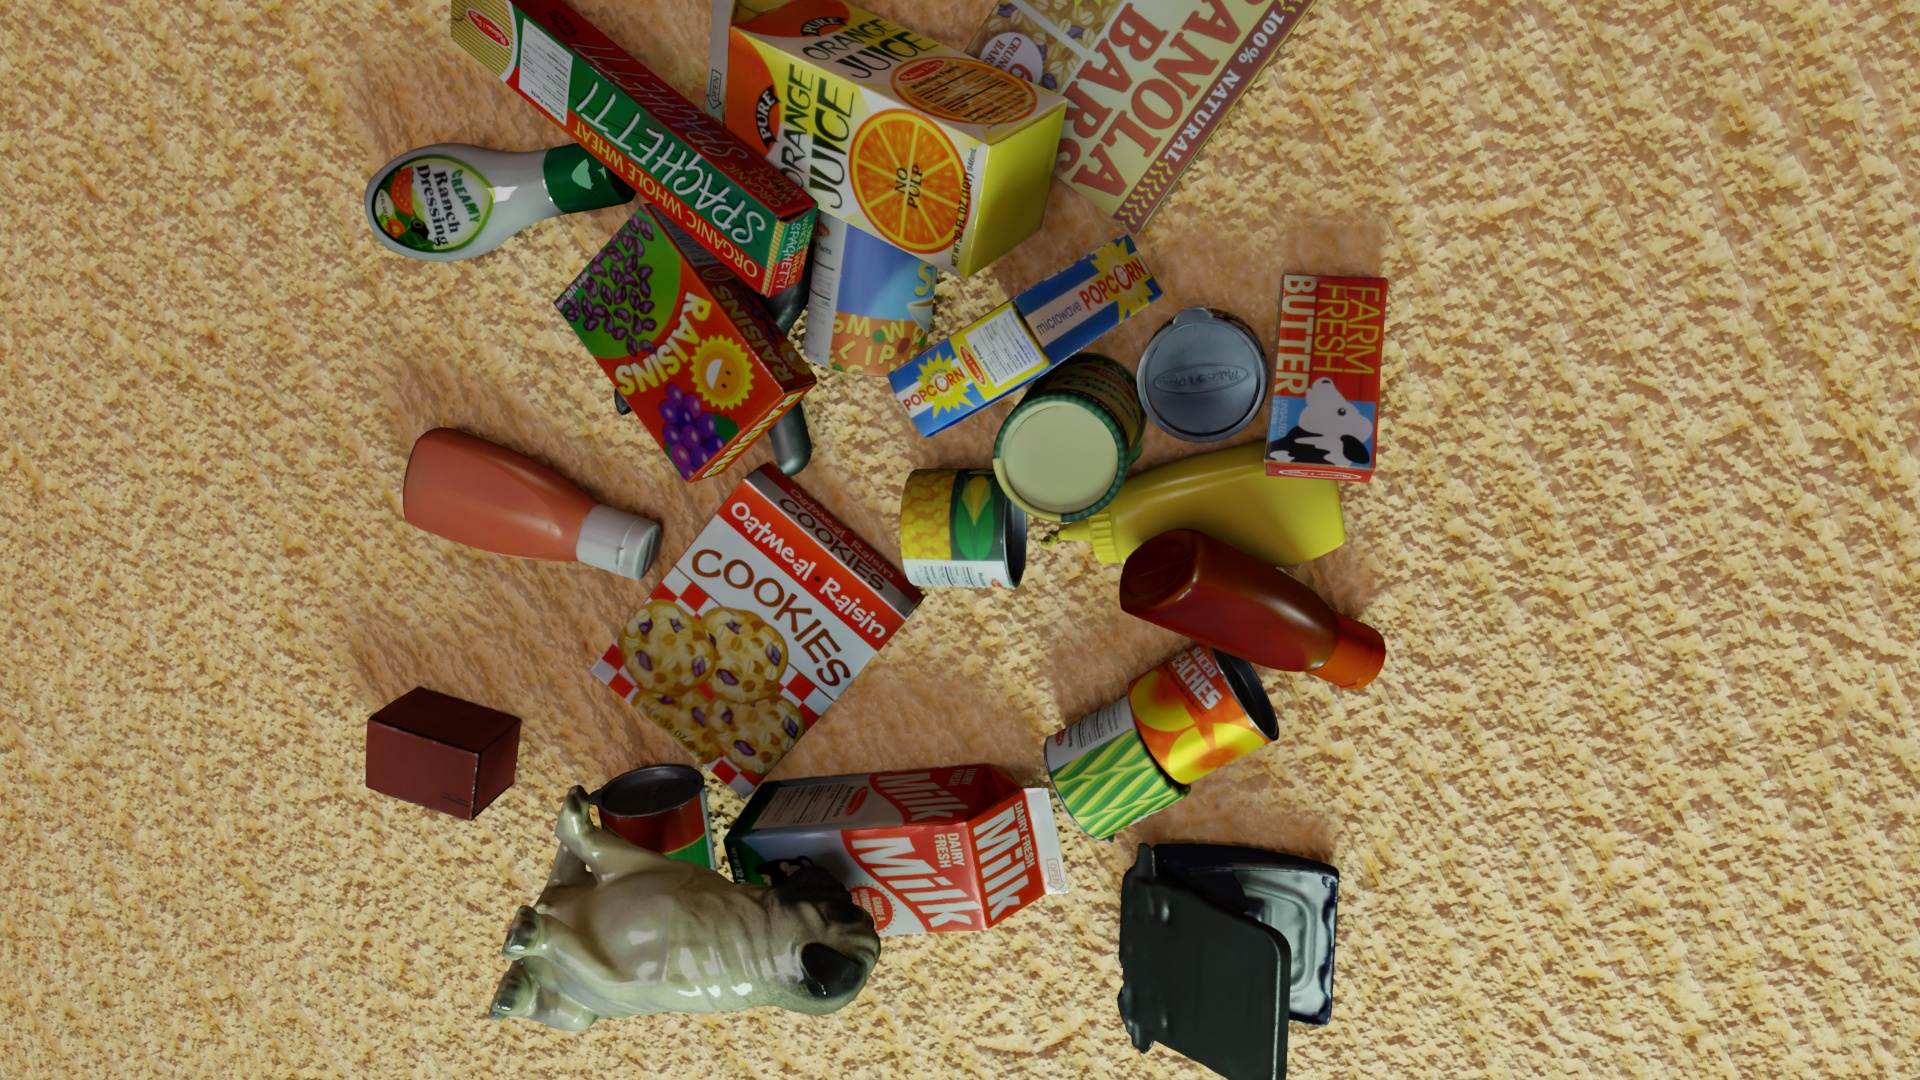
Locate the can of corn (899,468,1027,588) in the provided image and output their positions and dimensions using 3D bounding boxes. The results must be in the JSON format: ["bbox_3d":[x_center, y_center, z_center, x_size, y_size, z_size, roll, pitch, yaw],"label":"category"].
[{"bbox_3d":[0.003,-0.010,0.761,0.058,0.071,0.071,0,108,13],"label":"can of corn"}]

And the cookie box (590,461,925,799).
[{"bbox_3d":[-0.121,0.054,0.822,0.123,0.040,0.167,41,112,-3],"label":"cookie box"}]

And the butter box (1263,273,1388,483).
[{"bbox_3d":[0.182,-0.082,0.693,0.053,0.024,0.103,5,77,12],"label":"butter box"}]

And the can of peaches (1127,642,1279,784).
[{"bbox_3d":[0.132,0.091,0.762,0.058,0.071,0.071,-32,99,21],"label":"can of peaches"}]

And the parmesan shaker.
[{"bbox_3d":[0.061,-0.053,0.713,0.071,0.103,0.071,4,109,11],"label":"parmesan shaker"}]

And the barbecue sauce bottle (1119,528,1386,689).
[{"bbox_3d":[0.157,0.040,0.721,0.148,0.044,0.064,22,152,-27],"label":"barbecue sauce bottle"}]

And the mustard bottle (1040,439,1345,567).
[{"bbox_3d":[0.120,-0.014,0.741,0.160,0.049,0.065,-7,112,15],"label":"mustard bottle"}]

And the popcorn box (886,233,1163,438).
[{"bbox_3d":[0.033,-0.101,0.680,0.085,0.127,0.038,-27,97,40],"label":"popcorn box"}]

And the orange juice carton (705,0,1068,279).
[{"bbox_3d":[-0.050,-0.208,0.679,0.193,0.073,0.071,30,134,20],"label":"orange juice carton"}]

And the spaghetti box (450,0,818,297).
[{"bbox_3d":[-0.170,-0.214,0.704,0.250,0.029,0.049,40,137,17],"label":"spaghetti box"}]

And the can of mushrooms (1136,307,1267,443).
[{"bbox_3d":[0.126,-0.089,0.724,0.071,0.033,0.070,4,109,12],"label":"can of mushrooms"}]

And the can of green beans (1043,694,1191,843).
[{"bbox_3d":[0.089,0.127,0.785,0.057,0.071,0.071,-32,99,19],"label":"can of green beans"}]

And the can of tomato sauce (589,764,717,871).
[{"bbox_3d":[-0.189,0.192,0.866,0.071,0.071,0.082,-1,108,13],"label":"can of tomato sauce"}]

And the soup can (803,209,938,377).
[{"bbox_3d":[-0.043,-0.134,0.731,0.071,0.071,0.083,12,111,8],"label":"soup can"}]

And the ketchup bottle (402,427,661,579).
[{"bbox_3d":[-0.254,-0.016,0.826,0.149,0.044,0.064,19,112,6],"label":"ketchup bottle"}]

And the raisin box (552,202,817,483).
[{"bbox_3d":[-0.146,-0.105,0.736,0.086,0.040,0.123,-38,87,27],"label":"raisin box"}]

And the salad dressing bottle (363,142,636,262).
[{"bbox_3d":[-0.254,-0.193,0.769,0.147,0.044,0.064,-7,105,14],"label":"salad dressing bottle"}]

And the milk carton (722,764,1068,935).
[{"bbox_3d":[-0.035,0.185,0.827,0.190,0.074,0.072,-8,106,14],"label":"milk carton"}]

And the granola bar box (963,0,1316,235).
[{"bbox_3d":[0.088,-0.253,0.676,0.124,0.039,0.165,37,112,-1],"label":"granola bar box"}]
